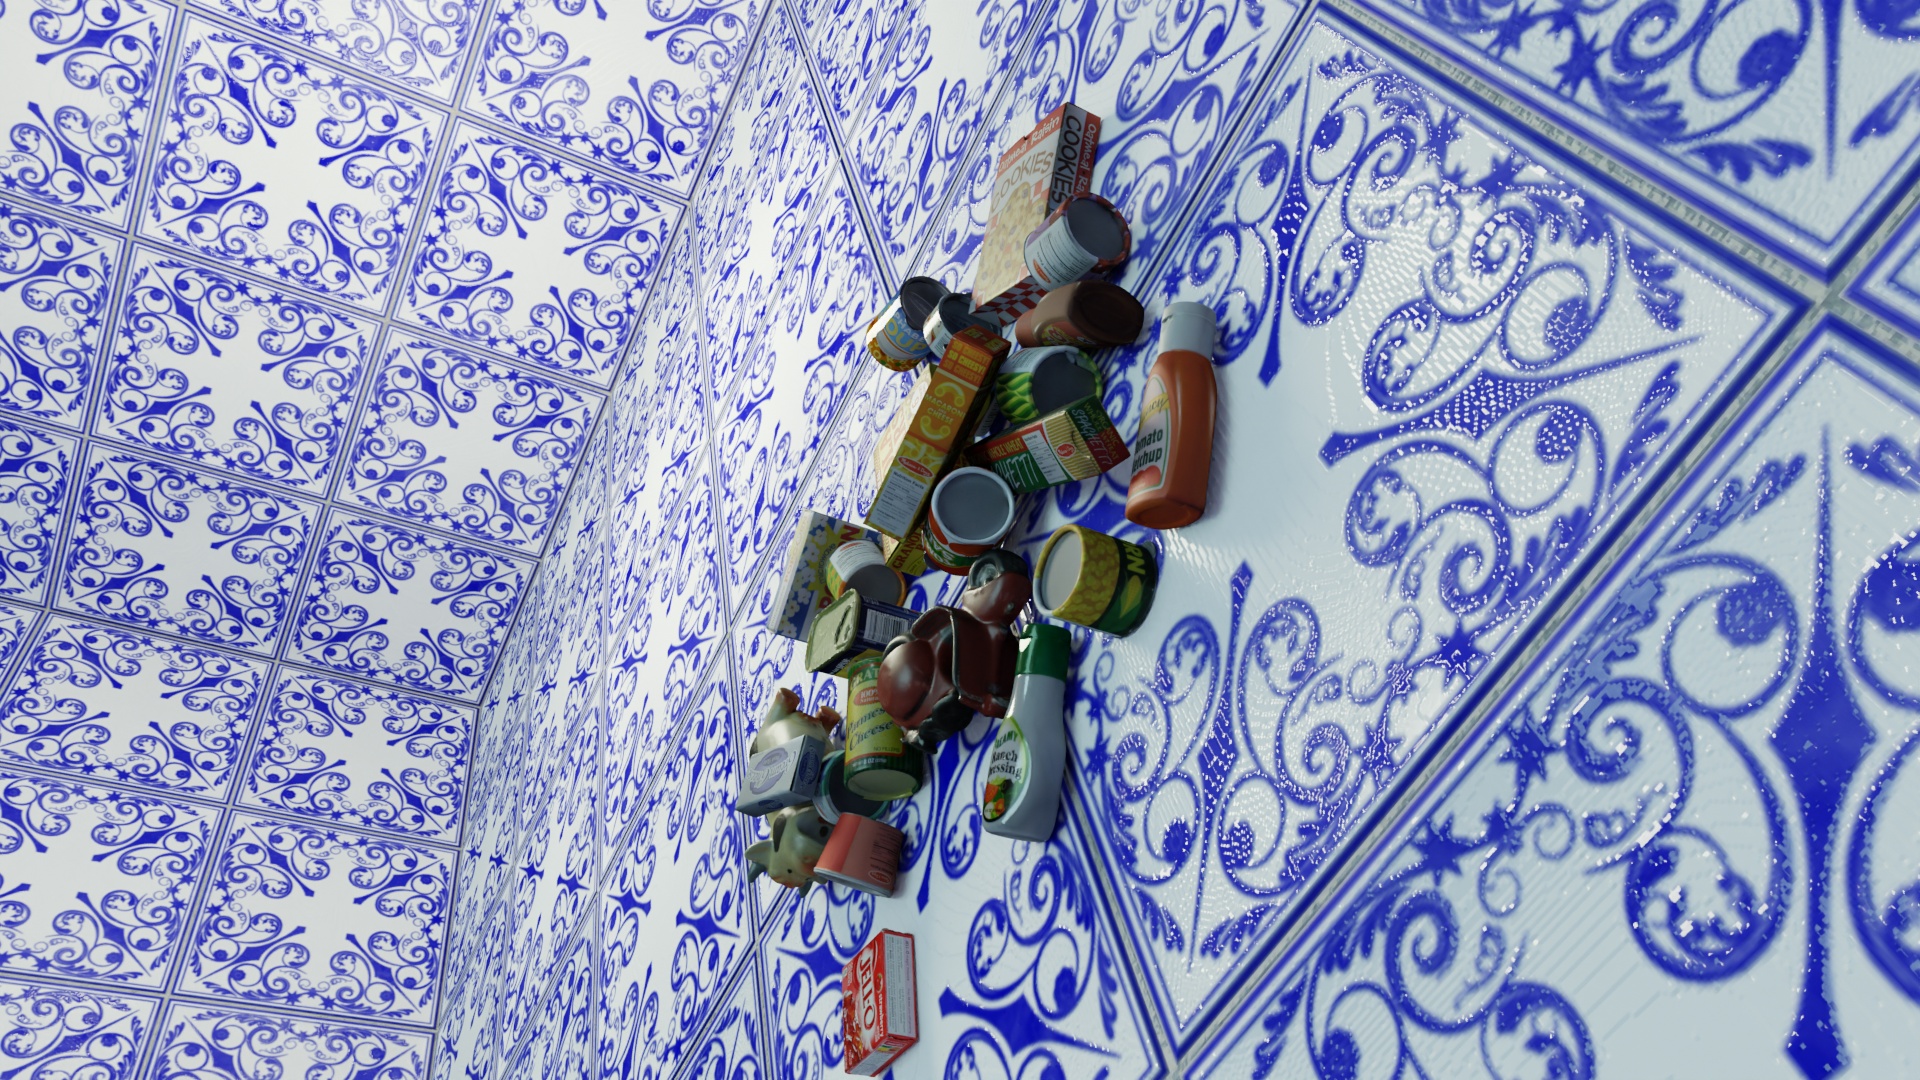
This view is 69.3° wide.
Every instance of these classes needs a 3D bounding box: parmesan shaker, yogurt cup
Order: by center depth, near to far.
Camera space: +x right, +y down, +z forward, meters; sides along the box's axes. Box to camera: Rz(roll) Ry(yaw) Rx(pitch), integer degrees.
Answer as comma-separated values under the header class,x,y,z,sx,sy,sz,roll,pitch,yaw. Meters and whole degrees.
class,x,y,z,sx,sy,sz,roll,pitch,yaw
yogurt cup,-0.080,0.257,1.140,0.072,0.072,0.054,-18,49,62
parmesan shaker,-0.061,0.158,1.167,0.071,0.071,0.103,-46,35,45

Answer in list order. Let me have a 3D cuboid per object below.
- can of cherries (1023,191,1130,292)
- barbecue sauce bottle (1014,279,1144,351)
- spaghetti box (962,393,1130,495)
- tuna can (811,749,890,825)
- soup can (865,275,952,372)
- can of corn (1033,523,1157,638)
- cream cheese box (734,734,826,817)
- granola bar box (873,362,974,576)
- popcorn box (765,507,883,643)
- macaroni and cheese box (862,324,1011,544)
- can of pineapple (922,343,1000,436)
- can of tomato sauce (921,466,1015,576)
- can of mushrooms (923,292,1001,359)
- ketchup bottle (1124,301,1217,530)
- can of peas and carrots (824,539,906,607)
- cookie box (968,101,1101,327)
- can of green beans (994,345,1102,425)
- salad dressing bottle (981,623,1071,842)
class,x,y,z,sx,sy,sz,roll,pitch,yaw
can of cherries,0.094,-0.236,1.106,0.058,0.071,0.072,-36,42,53
barbecue sauce bottle,0.085,-0.171,1.084,0.043,0.065,0.148,-72,18,-3
spaghetti box,0.057,-0.065,1.034,0.029,0.050,0.250,-31,6,-15
tuna can,-0.092,0.210,1.195,0.032,0.071,0.071,-23,53,59
soup can,-0.051,-0.216,1.399,0.083,0.071,0.071,-38,41,53
can of corn,0.091,0.025,0.936,0.071,0.058,0.071,-45,36,46
cream cheese box,-0.157,0.206,1.209,0.103,0.024,0.053,-28,42,49
granola bar box,-0.035,-0.068,1.298,0.123,0.039,0.166,-55,28,34
popcorn box,-0.131,0.041,1.373,0.038,0.085,0.126,11,84,65
macaroni and cheese box,-0.015,-0.089,1.128,0.166,0.040,0.124,-63,-2,15
can of pineapple,0.006,-0.133,1.219,0.057,0.071,0.071,-61,26,23
can of tomato sauce,0.004,-0.014,1.106,0.082,0.071,0.071,110,169,-71
can of mushrooms,0.002,-0.194,1.274,0.033,0.071,0.071,-49,33,44
ketchup bottle,0.144,-0.084,0.917,0.064,0.043,0.149,148,136,-64
can of peas and carrots,-0.088,0.041,1.308,0.070,0.071,0.059,-67,25,12
cookie box,0.065,-0.288,1.235,0.122,0.040,0.168,-19,56,61
can of green beans,0.068,-0.117,1.075,0.058,0.071,0.071,12,85,66
salad dressing bottle,0.050,0.133,0.967,0.064,0.044,0.148,-23,53,59
